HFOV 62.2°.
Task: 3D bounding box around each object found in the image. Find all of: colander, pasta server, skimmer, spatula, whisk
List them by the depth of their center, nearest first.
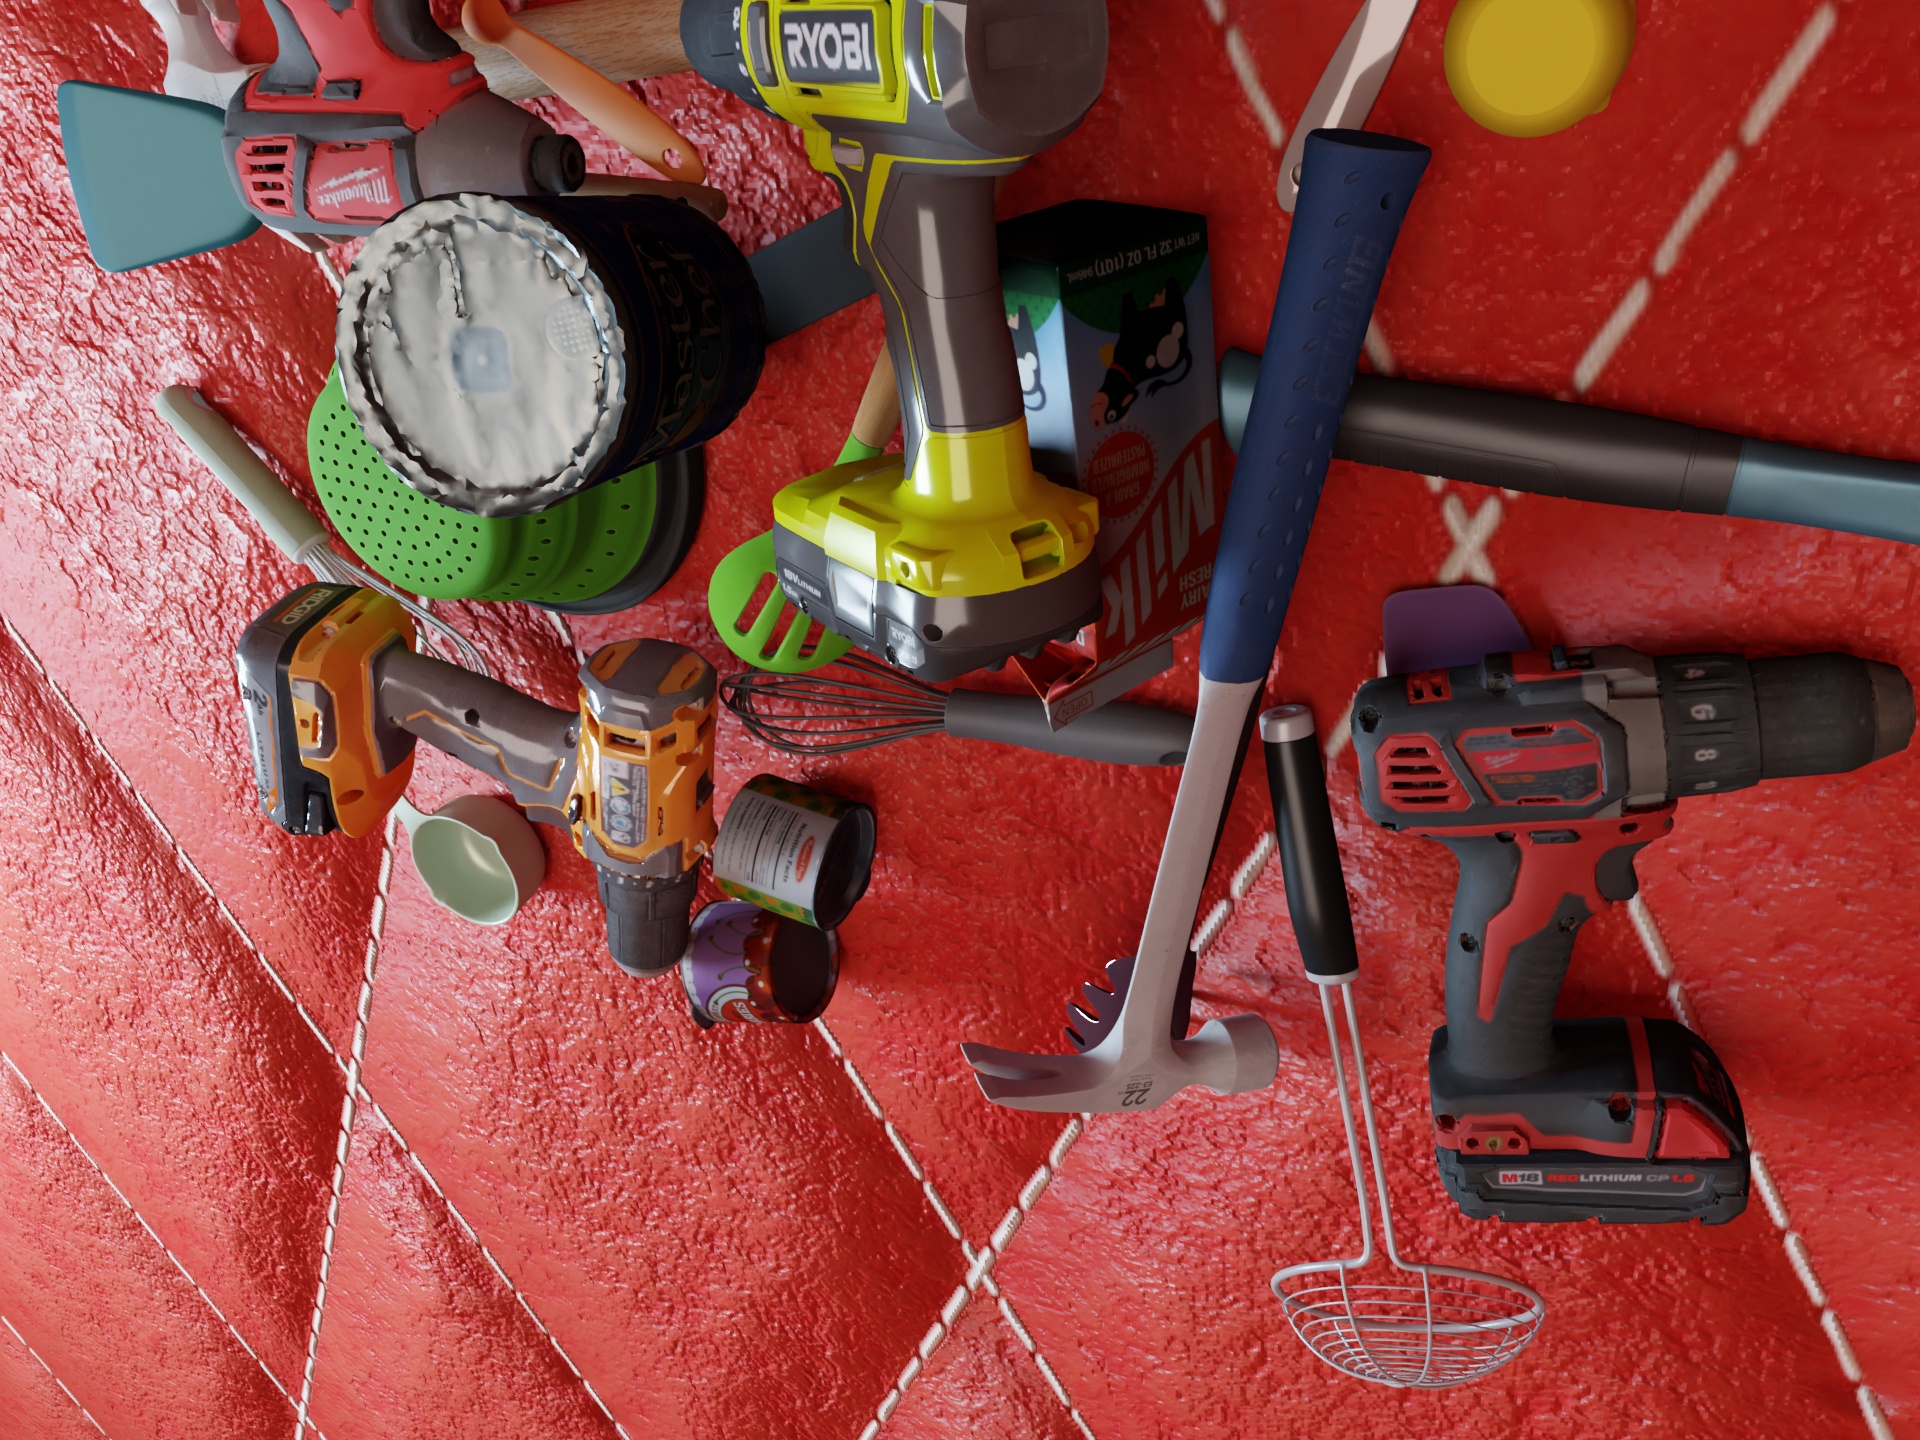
[{"bbox_3d":[-0.243,-0.224,0.671,0.317,0.044,0.082,10,117,21],"label":"spatula"},{"bbox_3d":[0.226,0.088,0.674,0.060,0.018,0.315,-2,117,26],"label":"spatula"},{"bbox_3d":[0.101,0.044,0.687,0.060,0.040,0.316,-3,125,-18],"label":"pasta server"},{"bbox_3d":[-0.164,-0.141,0.689,0.397,0.094,0.204,-16,111,35],"label":"colander"},{"bbox_3d":[-0.001,-0.001,0.725,0.239,0.055,0.055,6,122,20],"label":"whisk"},{"bbox_3d":[0.185,0.158,0.734,0.127,0.090,0.363,-7,106,24],"label":"skimmer"},{"bbox_3d":[-0.344,-0.086,0.855,0.059,0.058,0.246,-43,90,5],"label":"whisk"}]

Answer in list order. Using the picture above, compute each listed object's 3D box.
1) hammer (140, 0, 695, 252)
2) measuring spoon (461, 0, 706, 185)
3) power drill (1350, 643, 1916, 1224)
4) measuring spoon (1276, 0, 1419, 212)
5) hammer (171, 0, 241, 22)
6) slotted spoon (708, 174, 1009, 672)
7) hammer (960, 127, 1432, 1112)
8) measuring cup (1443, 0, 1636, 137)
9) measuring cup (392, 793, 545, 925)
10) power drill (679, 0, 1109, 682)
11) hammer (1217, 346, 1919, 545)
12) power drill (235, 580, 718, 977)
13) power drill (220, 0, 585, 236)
[{"bbox_3d":[-0.211,-0.273,0.671,0.331,0.031,0.130,4,121,26],"label":"hammer"},{"bbox_3d":[-0.150,-0.247,0.627,0.117,0.011,0.021,36,131,-1],"label":"measuring spoon"},{"bbox_3d":[0.256,0.077,0.606,0.188,0.080,0.226,-6,111,19],"label":"power drill"},{"bbox_3d":[0.135,-0.223,0.525,0.034,0.018,0.124,31,130,7],"label":"measuring spoon"},{"bbox_3d":[-0.157,-0.368,0.564,0.411,0.038,0.146,-2,105,27],"label":"hammer"},{"bbox_3d":[-0.029,-0.134,0.629,0.070,0.031,0.313,21,124,-12],"label":"slotted spoon"},{"bbox_3d":[0.095,-0.008,0.595,0.144,0.035,0.405,-4,122,-22],"label":"hammer"},{"bbox_3d":[0.209,-0.236,0.468,0.062,0.029,0.156,46,132,-5],"label":"measuring cup"},{"bbox_3d":[-0.308,0.045,0.924,0.167,0.038,0.083,48,129,-4],"label":"measuring cup"},{"bbox_3d":[-0.026,-0.145,0.536,0.191,0.080,0.228,30,134,48],"label":"power drill"},{"bbox_3d":[0.249,-0.084,0.543,0.331,0.033,0.128,13,126,21],"label":"hammer"},{"bbox_3d":[-0.230,0.033,0.792,0.226,0.084,0.185,12,123,8],"label":"power drill"},{"bbox_3d":[-0.216,-0.282,0.569,0.143,0.079,0.219,8,127,17],"label":"power drill"}]
